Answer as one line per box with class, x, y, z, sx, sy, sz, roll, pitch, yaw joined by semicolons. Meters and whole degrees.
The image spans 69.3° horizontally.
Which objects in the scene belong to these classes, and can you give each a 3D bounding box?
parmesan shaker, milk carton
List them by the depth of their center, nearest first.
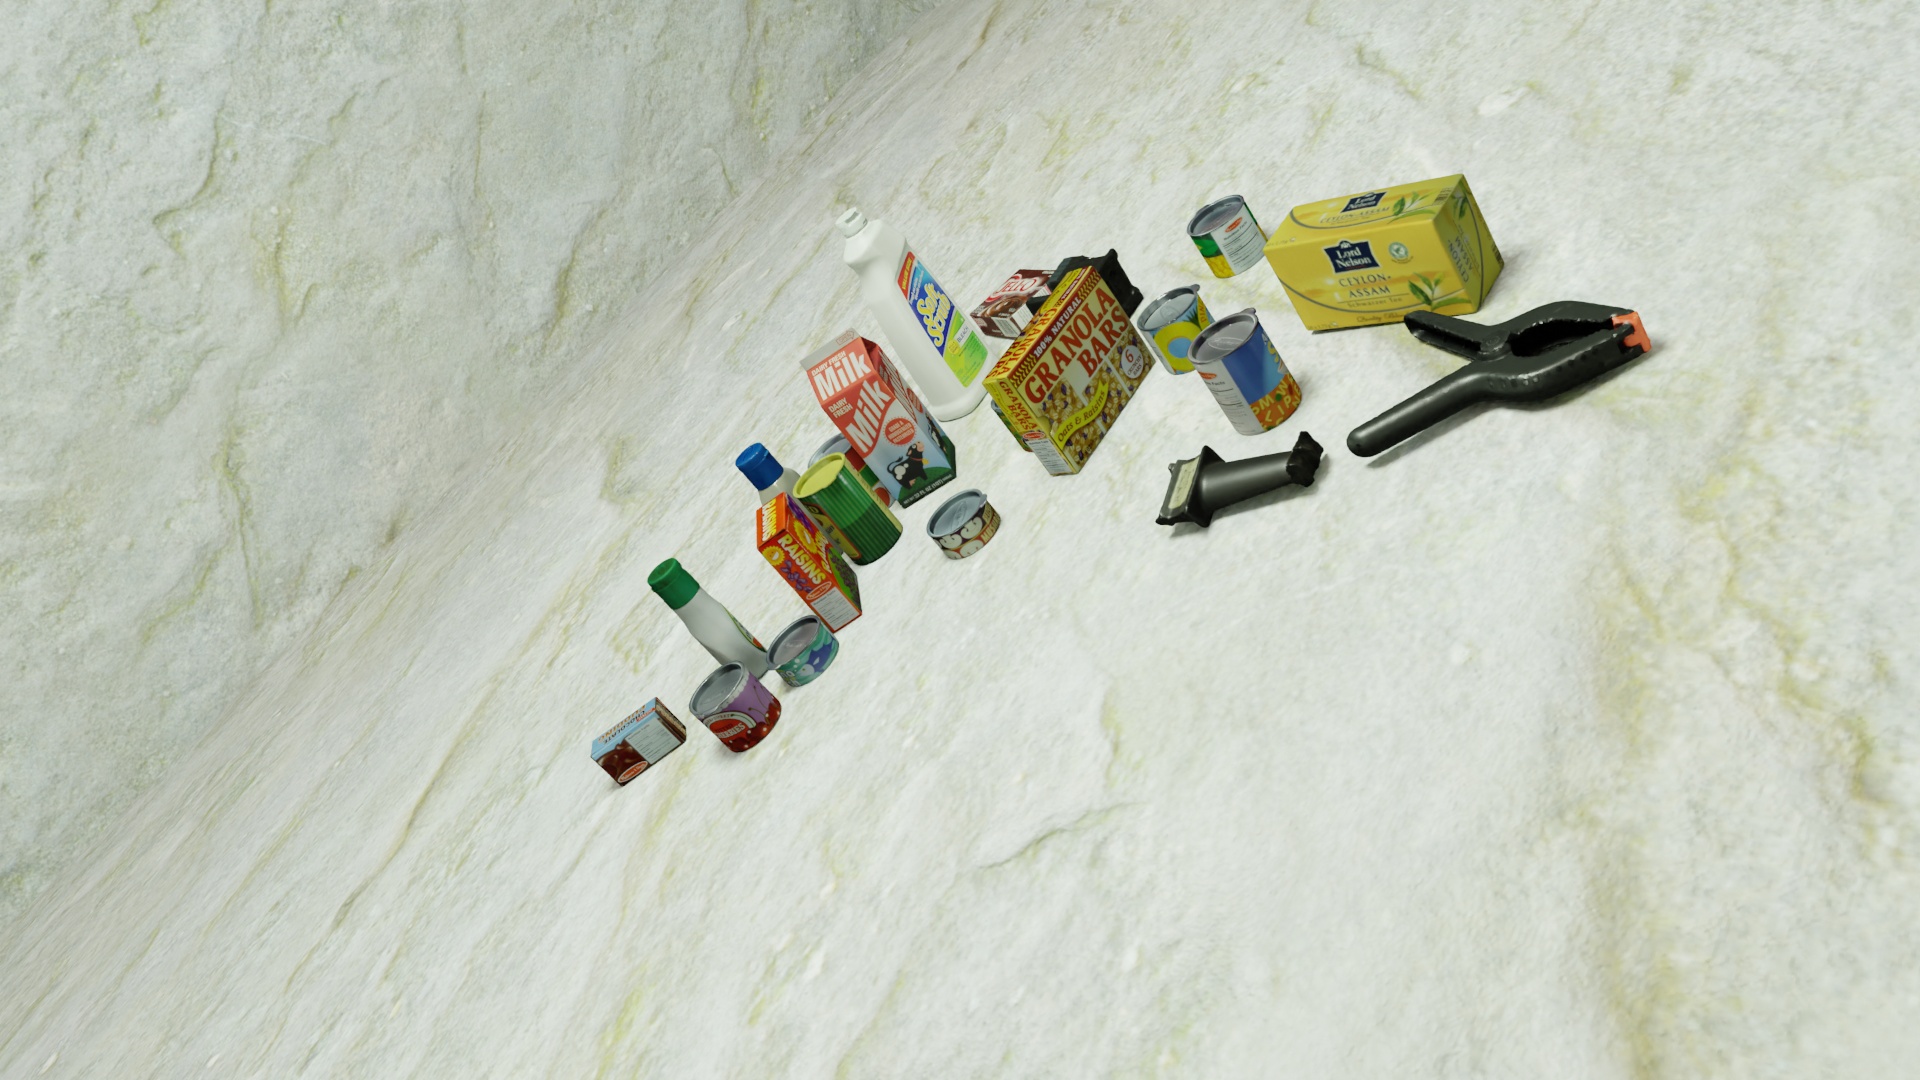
parmesan shaker;-0.114;-0.031;1.431;0.071;0.103;0.072;-30;28;18
milk carton;-0.085;-0.134;1.460;0.072;0.190;0.074;-31;27;16

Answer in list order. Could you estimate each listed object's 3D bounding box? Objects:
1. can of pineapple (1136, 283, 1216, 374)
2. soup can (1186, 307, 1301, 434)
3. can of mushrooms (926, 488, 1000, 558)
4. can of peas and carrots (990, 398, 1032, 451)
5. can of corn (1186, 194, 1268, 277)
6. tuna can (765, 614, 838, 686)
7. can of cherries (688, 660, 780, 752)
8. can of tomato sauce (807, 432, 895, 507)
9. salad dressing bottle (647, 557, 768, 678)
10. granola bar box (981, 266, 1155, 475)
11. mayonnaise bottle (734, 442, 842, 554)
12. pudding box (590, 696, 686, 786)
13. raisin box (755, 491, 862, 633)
can of pineapple;0.214;-0.203;1.340;0.071;0.057;0.071;-30;28;18
soup can;0.244;-0.143;1.179;0.071;0.083;0.072;-30;28;18
can of mushrooms;0.005;-0.017;1.337;0.071;0.033;0.071;-30;28;18
can of peas and carrots;0.074;-0.131;1.401;0.071;0.058;0.071;-30;28;18
can of corn;0.276;-0.315;1.436;0.071;0.058;0.071;-30;28;18
tuna can;-0.154;0.108;1.341;0.071;0.032;0.071;-30;28;18
can of cherries;-0.212;0.158;1.307;0.071;0.058;0.072;-30;28;18
can of tomato sauce;-0.115;-0.071;1.517;0.071;0.083;0.071;-30;28;18
salad dressing bottle;-0.249;0.080;1.376;0.044;0.147;0.064;-43;27;-9
granola bar box;0.108;-0.163;1.336;0.039;0.124;0.166;-3;43;50
mayonnaise bottle;-0.180;-0.039;1.477;0.041;0.147;0.065;-25;30;27
pudding box;-0.322;0.201;1.388;0.083;0.049;0.030;-36;26;6
raisin box;-0.150;0.021;1.372;0.040;0.123;0.086;-34;27;10
